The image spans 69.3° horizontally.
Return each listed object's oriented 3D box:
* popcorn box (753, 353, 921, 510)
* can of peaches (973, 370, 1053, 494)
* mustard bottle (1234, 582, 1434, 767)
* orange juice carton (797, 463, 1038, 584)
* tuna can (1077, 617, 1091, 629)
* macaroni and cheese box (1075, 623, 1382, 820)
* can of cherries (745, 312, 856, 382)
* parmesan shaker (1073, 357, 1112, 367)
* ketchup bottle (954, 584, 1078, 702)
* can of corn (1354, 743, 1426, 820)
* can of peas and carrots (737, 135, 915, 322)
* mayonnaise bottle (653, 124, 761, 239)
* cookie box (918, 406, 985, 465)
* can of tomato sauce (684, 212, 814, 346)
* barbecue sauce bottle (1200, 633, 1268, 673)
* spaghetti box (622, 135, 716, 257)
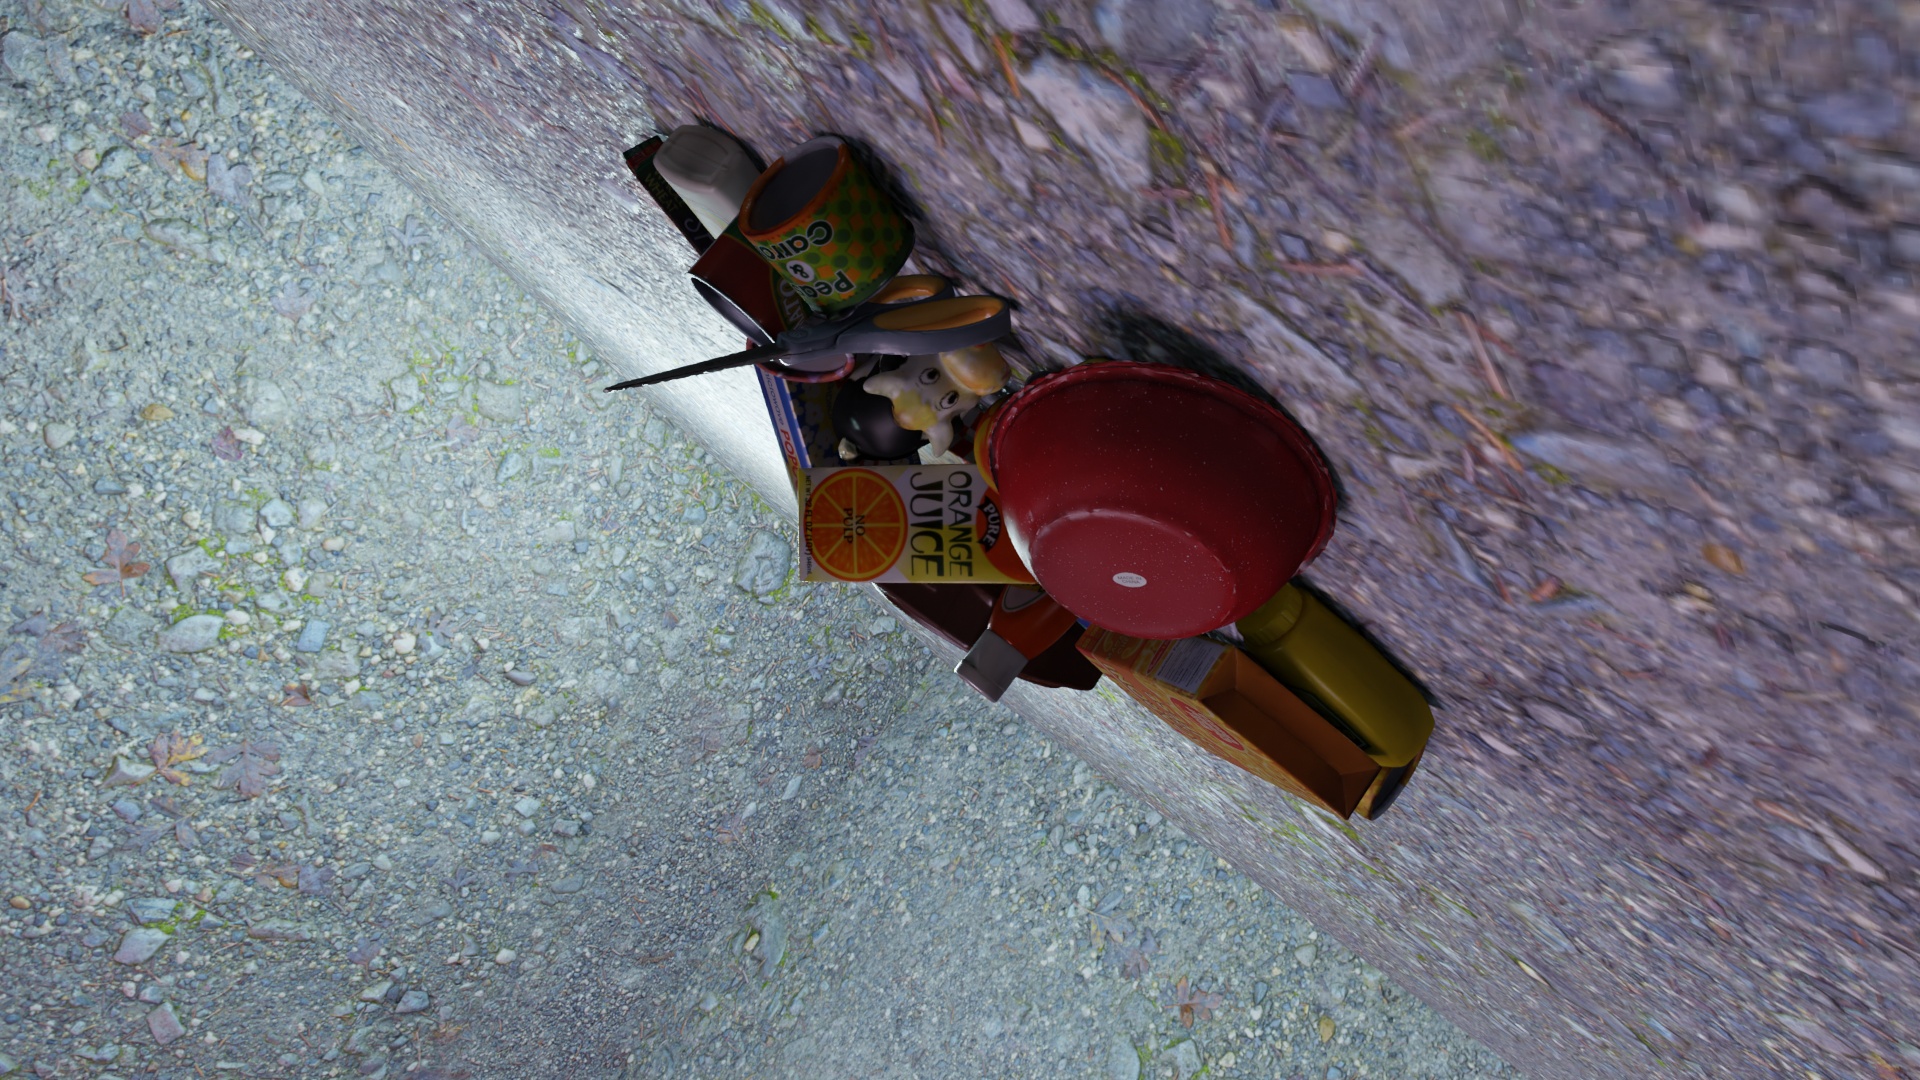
[{"bbox_3d":[-0.079,-0.080,0.919,0.038,0.085,0.126,21,134,47],"label":"popcorn box"},{"bbox_3d":[0.044,-0.054,0.756,0.071,0.071,0.058,40,172,-9],"label":"can of peaches"},{"bbox_3d":[0.200,0.066,0.785,0.160,0.049,0.065,41,170,-20],"label":"mustard bottle"},{"bbox_3d":[0.003,-0.011,0.843,0.192,0.071,0.073,0,-179,19],"label":"orange juice carton"},{"bbox_3d":[0.106,0.033,0.979,0.032,0.071,0.071,44,171,-28],"label":"tuna can"},{"bbox_3d":[0.153,0.098,0.832,0.123,0.040,0.166,39,173,-18],"label":"macaroni and cheese box"},{"bbox_3d":[-0.093,-0.133,0.828,0.071,0.058,0.071,4,158,2],"label":"can of cherries"},{"bbox_3d":[0.085,-0.033,0.687,0.103,0.071,0.071,42,172,-26],"label":"parmesan shaker"},{"bbox_3d":[0.055,0.043,0.953,0.043,0.149,0.065,43,171,-36],"label":"ketchup bottle"},{"bbox_3d":[0.252,0.132,0.877,0.058,0.071,0.071,33,170,31],"label":"can of corn"},{"bbox_3d":[-0.066,-0.151,0.675,0.071,0.071,0.058,29,167,50],"label":"can of peas and carrots"},{"bbox_3d":[-0.126,-0.189,0.848,0.065,0.041,0.147,31,169,30],"label":"mayonnaise bottle"},{"bbox_3d":[0.019,-0.048,1.006,0.123,0.040,0.167,34,171,33],"label":"cookie box"},{"bbox_3d":[-0.097,-0.153,0.760,0.071,0.083,0.071,38,172,6],"label":"can of tomato sauce"},{"bbox_3d":[0.211,0.107,0.998,0.064,0.044,0.149,43,172,-38],"label":"barbecue sauce bottle"},{"bbox_3d":[-0.136,-0.164,0.940,0.249,0.029,0.050,52,180,-31],"label":"spaghetti box"}]
